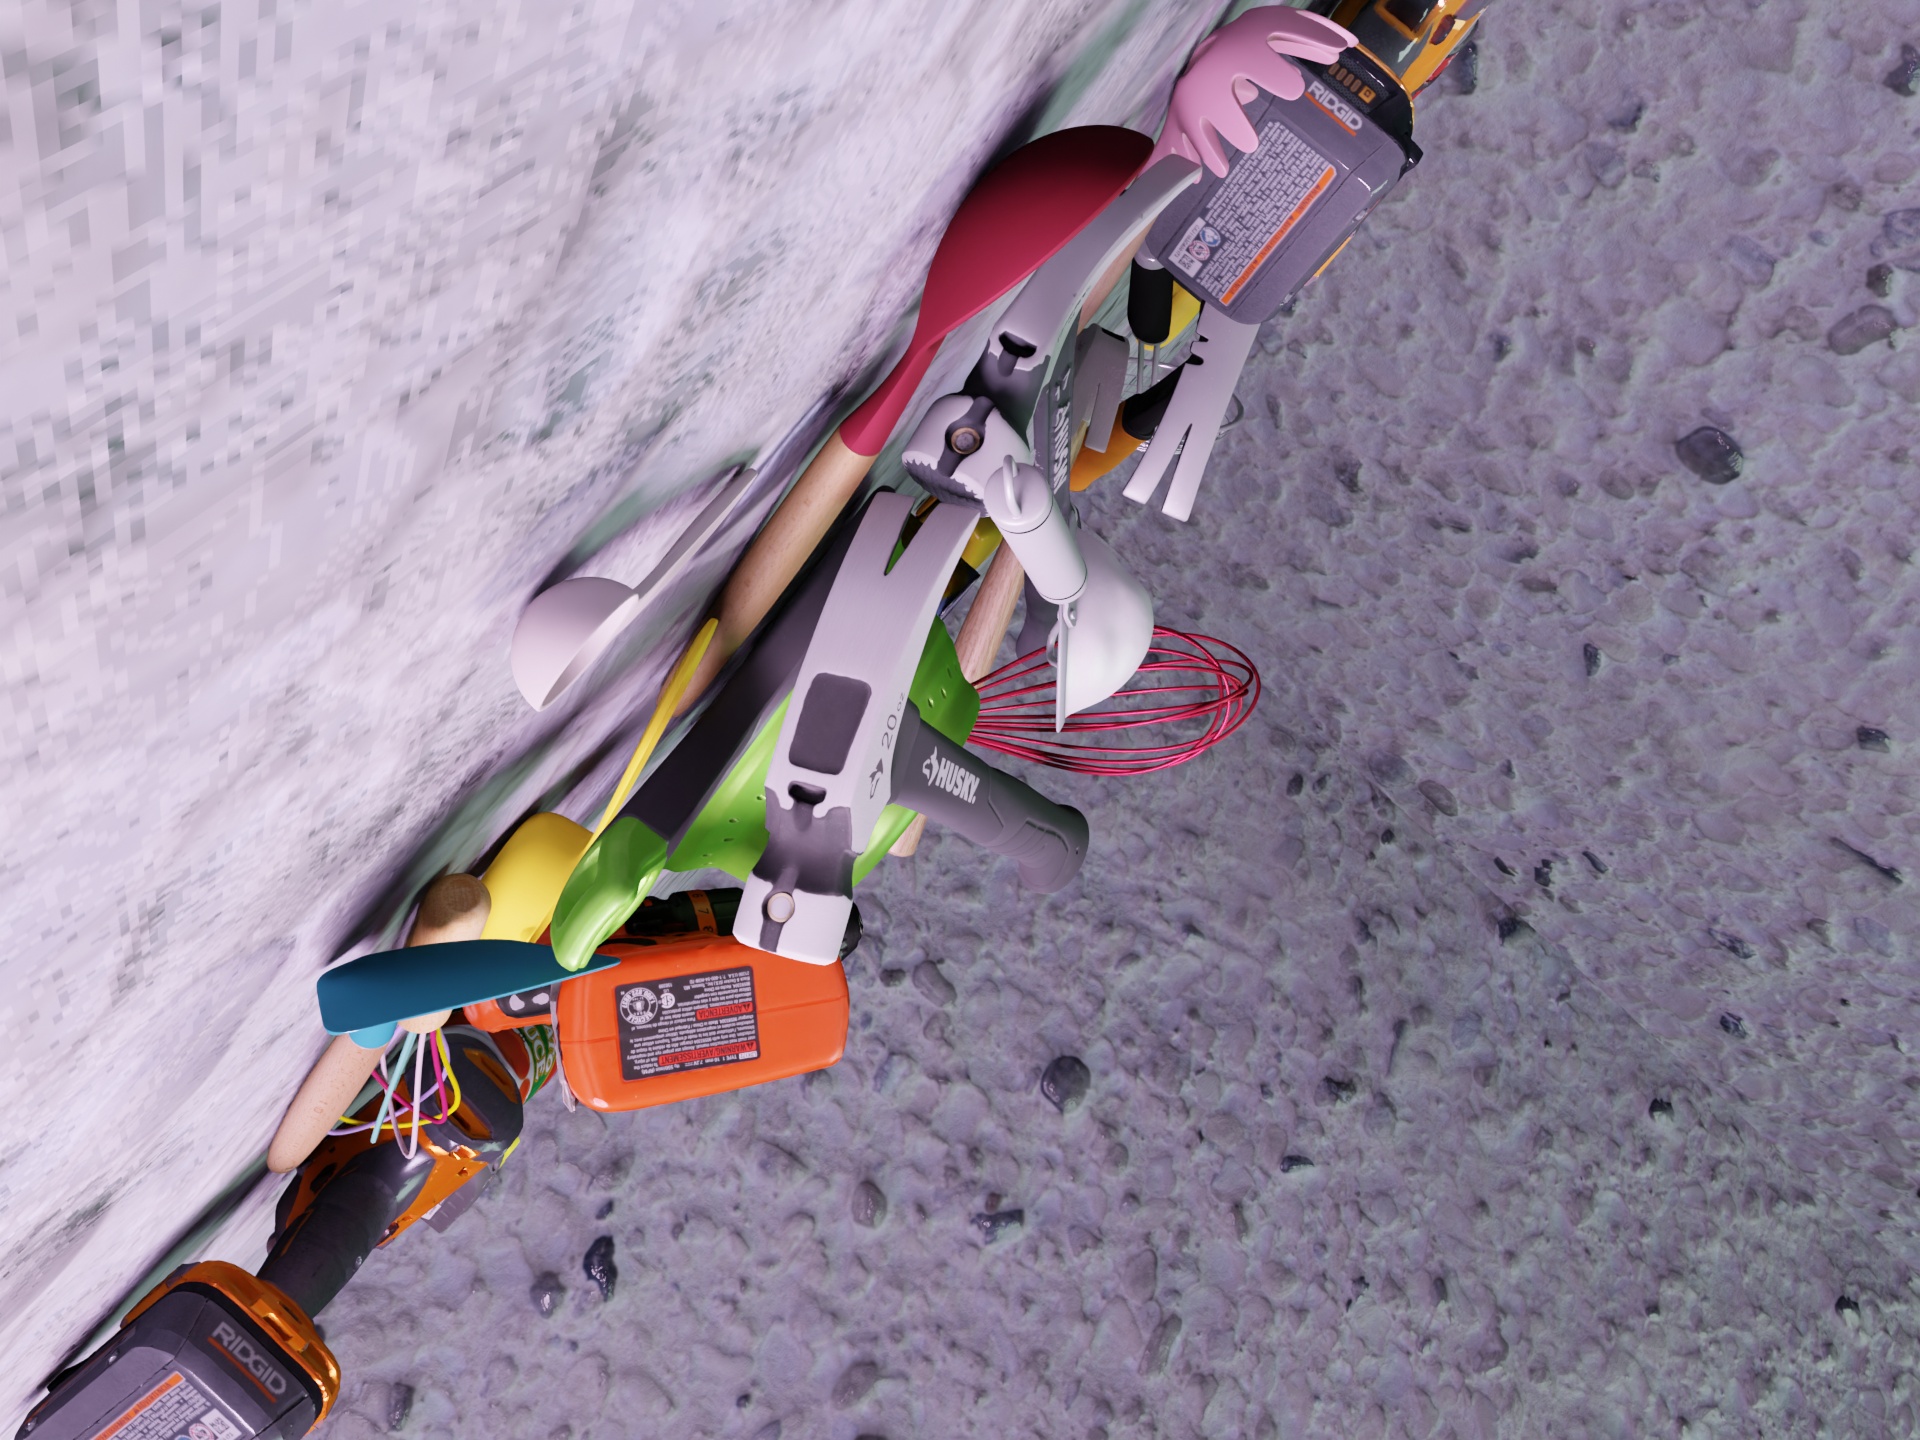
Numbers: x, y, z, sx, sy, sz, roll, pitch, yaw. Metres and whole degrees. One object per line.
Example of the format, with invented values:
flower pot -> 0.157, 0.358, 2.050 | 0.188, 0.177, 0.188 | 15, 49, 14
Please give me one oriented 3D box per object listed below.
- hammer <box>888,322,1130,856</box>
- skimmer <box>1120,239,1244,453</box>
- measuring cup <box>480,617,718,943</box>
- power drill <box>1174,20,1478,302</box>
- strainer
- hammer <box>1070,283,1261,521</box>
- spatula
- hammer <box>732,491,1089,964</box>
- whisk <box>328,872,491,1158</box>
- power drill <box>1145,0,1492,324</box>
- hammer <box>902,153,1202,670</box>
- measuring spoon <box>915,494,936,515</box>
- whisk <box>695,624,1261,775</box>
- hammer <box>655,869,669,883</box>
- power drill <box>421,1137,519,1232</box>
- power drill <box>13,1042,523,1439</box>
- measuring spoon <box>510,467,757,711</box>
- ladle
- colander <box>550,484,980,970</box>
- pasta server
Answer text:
hammer -> 0.021, -0.070, 0.927 | 0.130, 0.031, 0.331 | -94, -154, -75
skimmer -> 0.126, -0.250, 1.006 | 0.363, 0.127, 0.090 | 57, 51, -80
measuring cup -> -0.133, 0.021, 0.568 | 0.156, 0.029, 0.062 | -57, -175, 20
power drill -> 0.211, -0.339, 0.910 | 0.219, 0.078, 0.143 | -51, -178, -1
strainer -> 0.038, -0.047, 0.553 | 0.258, 0.050, 0.087 | 36, 57, -77
hammer -> 0.095, -0.162, 0.913 | 0.337, 0.034, 0.127 | -174, -76, -83
spatula -> -0.210, 0.126, 0.556 | 0.082, 0.044, 0.317 | -11, 160, -36
hammer -> 0.006, 0.025, 0.616 | 0.334, 0.035, 0.146 | 34, 70, -72
whisk -> -0.206, 0.117, 0.612 | 0.245, 0.047, 0.051 | -52, -171, 51
power drill -> 0.189, -0.302, 0.706 | 0.226, 0.084, 0.185 | -54, -176, -29
hammer -> 0.041, -0.095, 0.695 | 0.149, 0.036, 0.408 | -60, 171, -9
measuring spoon -> 0.010, -0.164, 0.944 | 0.117, 0.011, 0.021 | -44, -176, 22
whisk -> -0.001, -0.002, 0.769 | 0.296, 0.073, 0.073 | -5, -159, 22
hammer -> -0.156, 0.043, 0.974 | 0.128, 0.033, 0.331 | -40, -174, 27
power drill -> -0.329, 0.256, 1.170 | 0.190, 0.080, 0.229 | -47, -175, 44
power drill -> -0.305, 0.254, 0.718 | 0.164, 0.084, 0.226 | -39, -172, 21
measuring spoon -> -0.078, -0.041, 0.391 | 0.034, 0.018, 0.124 | -47, -171, 31
ladle -> -0.041, -0.075, 0.502 | 0.315, 0.031, 0.069 | -43, -168, 50
colander -> -0.061, 0.027, 0.605 | 0.204, 0.094, 0.397 | -52, -173, 12
pasta server -> 0.079, -0.206, 0.659 | 0.060, 0.040, 0.316 | -47, -177, -9
